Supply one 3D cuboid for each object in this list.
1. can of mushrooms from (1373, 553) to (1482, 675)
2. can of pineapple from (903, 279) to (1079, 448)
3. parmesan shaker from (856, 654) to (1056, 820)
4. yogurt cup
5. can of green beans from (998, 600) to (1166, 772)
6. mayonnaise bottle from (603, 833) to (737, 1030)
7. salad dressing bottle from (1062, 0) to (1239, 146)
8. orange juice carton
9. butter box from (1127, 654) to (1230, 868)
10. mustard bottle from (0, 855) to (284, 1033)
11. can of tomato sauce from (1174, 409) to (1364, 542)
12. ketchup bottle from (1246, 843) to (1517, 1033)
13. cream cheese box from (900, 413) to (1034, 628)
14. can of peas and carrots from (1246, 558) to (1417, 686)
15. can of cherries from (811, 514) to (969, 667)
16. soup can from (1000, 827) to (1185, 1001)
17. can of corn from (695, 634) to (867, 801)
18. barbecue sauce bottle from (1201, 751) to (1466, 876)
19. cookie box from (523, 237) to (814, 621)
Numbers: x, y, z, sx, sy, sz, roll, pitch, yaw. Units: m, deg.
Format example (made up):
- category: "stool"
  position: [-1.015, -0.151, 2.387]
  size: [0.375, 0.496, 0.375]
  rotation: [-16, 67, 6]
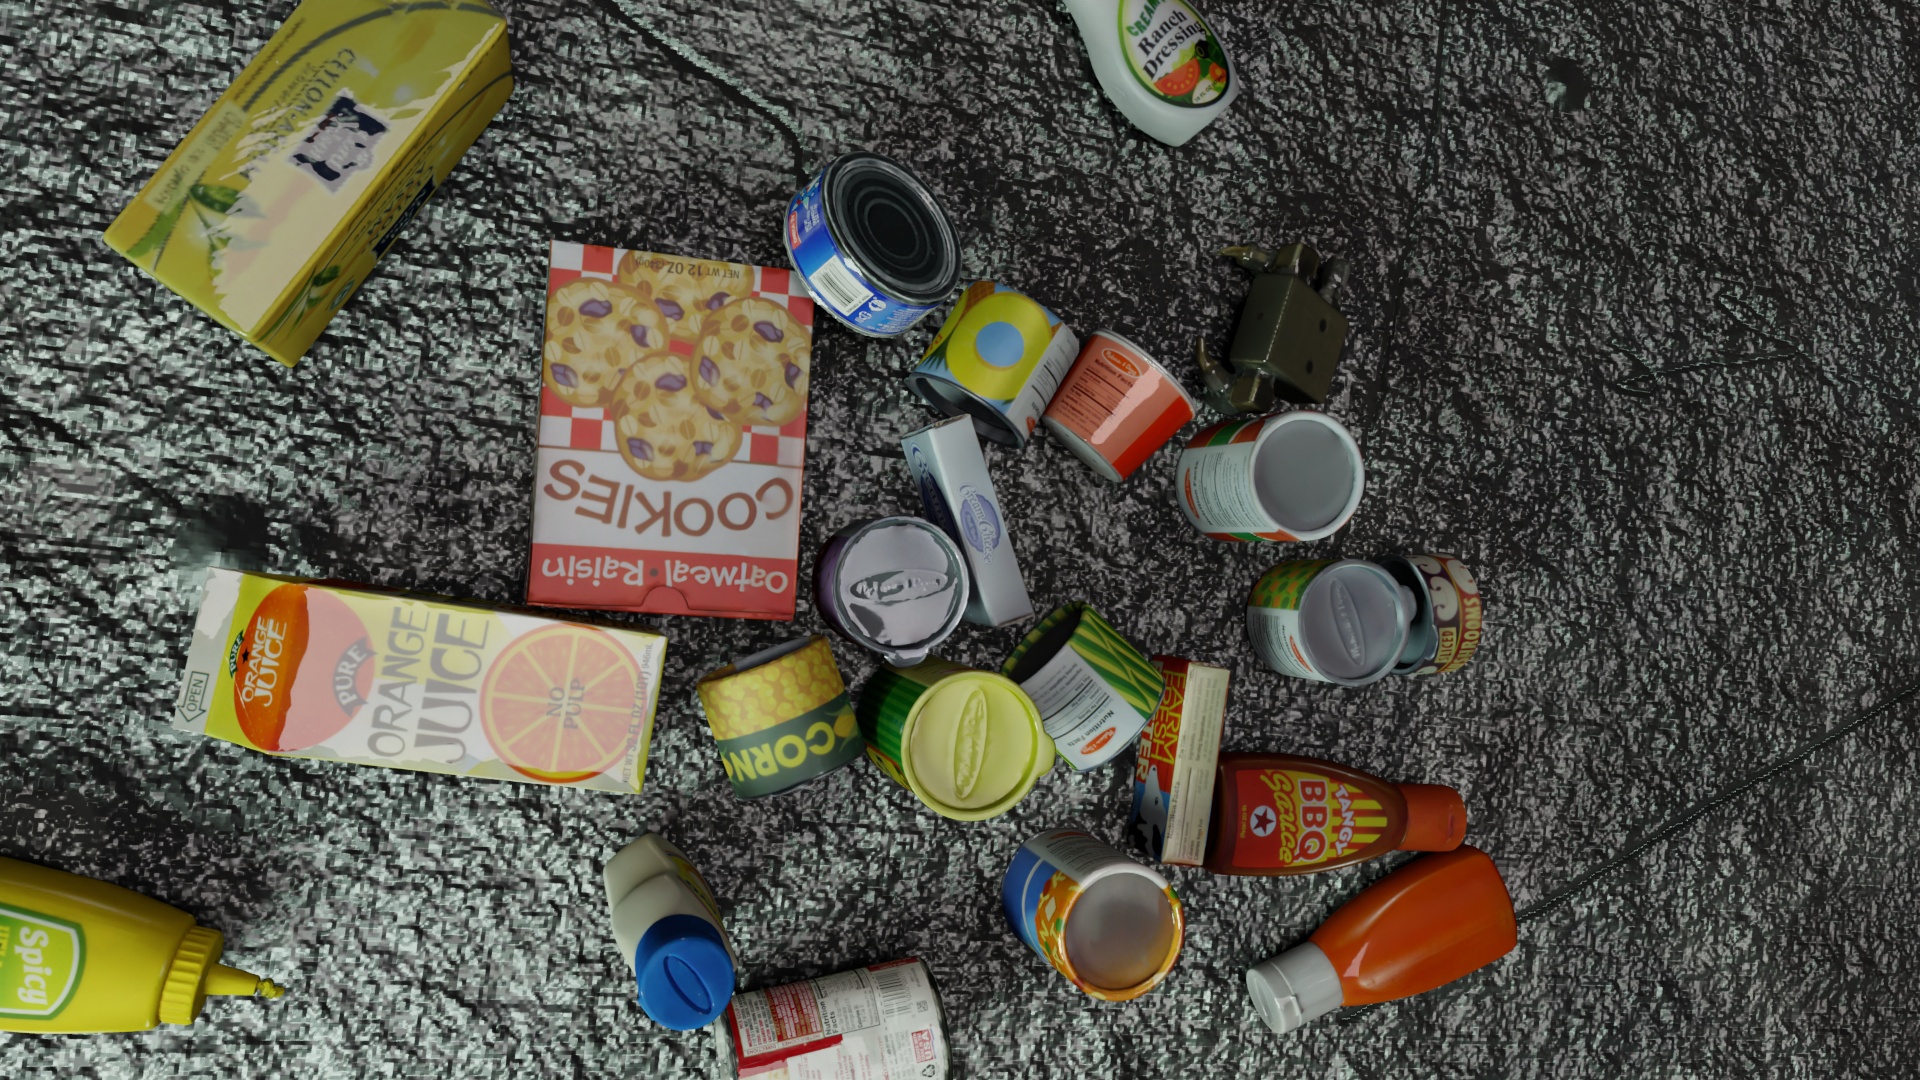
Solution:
- category: "can of mushrooms"
  position: [0.249, 0.041, 0.751]
  size: [0.033, 0.071, 0.071]
  rotation: [-1, 89, -18]
- category: "can of pineapple"
  position: [0.016, -0.088, 0.688]
  size: [0.071, 0.071, 0.058]
  rotation: [33, 80, -13]
- category: "parmesan shaker"
  position: [-0.005, 0.091, 0.658]
  size: [0.071, 0.103, 0.071]
  rotation: [0, 89, -16]
- category: "yogurt cup"
  position: [0.078, -0.066, 0.708]
  size: [0.072, 0.072, 0.054]
  rotation: [41, 87, -12]
- category: "can of green beans"
  position: [0.059, 0.072, 0.697]
  size: [0.058, 0.071, 0.071]
  rotation: [44, 78, -11]
- category: "mayonnaise bottle"
  position: [-0.123, 0.169, 0.598]
  size: [0.041, 0.148, 0.064]
  rotation: [-37, 99, -14]
- category: "salad dressing bottle"
  position: [0.082, -0.275, 0.723]
  size: [0.064, 0.044, 0.147]
  rotation: [-46, 101, -14]
- category: "orange juice carton"
  position: [-0.232, 0.060, 0.608]
  size: [0.193, 0.073, 0.072]
  rotation: [10, 87, -16]
- category: "butter box"
  position: [0.112, 0.112, 0.719]
  size: [0.024, 0.053, 0.103]
  rotation: [10, 86, -13]
- category: "mustard bottle"
  position: [-0.366, 0.173, 0.578]
  size: [0.160, 0.049, 0.065]
  rotation: [15, 87, -15]
- category: "can of tomato sauce"
  position: [0.160, -0.033, 0.720]
  size: [0.071, 0.083, 0.071]
  rotation: [0, 89, -16]
- category: "ketchup bottle"
  position: [0.228, 0.221, 0.755]
  size: [0.149, 0.043, 0.064]
  rotation: [-19, 94, -16]
- category: "cream cheese box"
  position: [0.002, -0.009, 0.689]
  size: [0.024, 0.053, 0.103]
  rotation: [-19, 94, -18]
- category: "can of peas and carrots"
  position: [0.197, 0.042, 0.742]
  size: [0.071, 0.058, 0.071]
  rotation: [0, 89, -17]
- category: "can of cherries"
  position: [-0.036, 0.024, 0.674]
  size: [0.071, 0.058, 0.071]
  rotation: [0, 89, -17]
- category: "soup can"
  position: [0.064, 0.186, 0.687]
  size: [0.071, 0.083, 0.071]
  rotation: [0, 90, -16]
- category: "can of corn"
  position: [-0.085, 0.083, 0.652]
  size: [0.071, 0.071, 0.058]
  rotation: [-21, 94, -16]
- category: "barbecue sauce bottle"
  position: [0.199, 0.148, 0.748]
  size: [0.149, 0.043, 0.065]
  rotation: [5, 87, -17]
- category: "cookie box"
  position: [-0.136, -0.049, 0.655]
  size: [0.123, 0.040, 0.167]
  rotation: [4, 87, -17]
